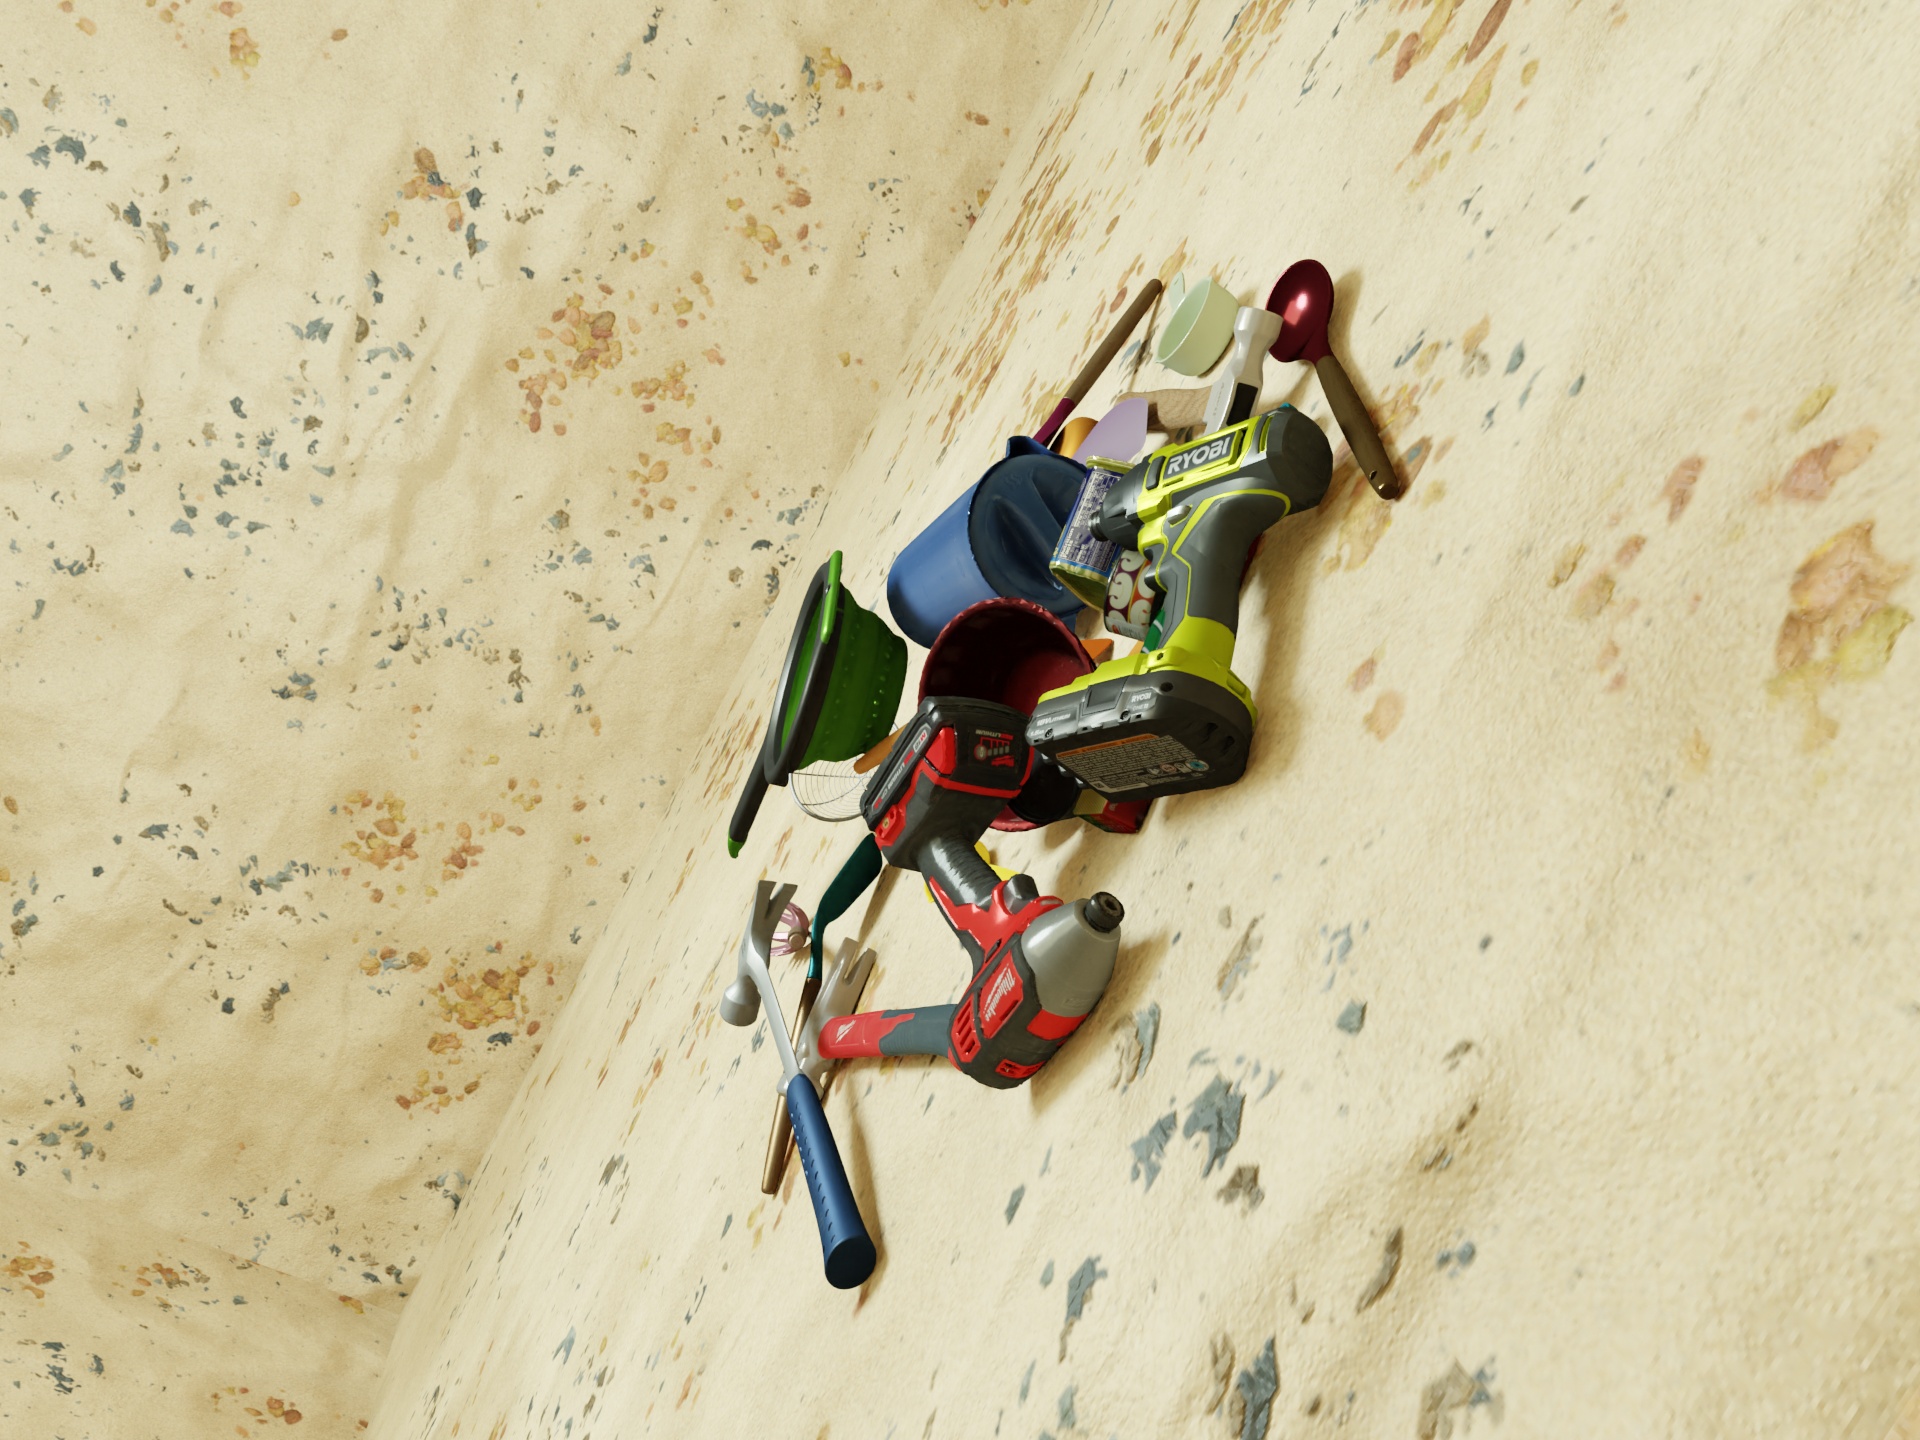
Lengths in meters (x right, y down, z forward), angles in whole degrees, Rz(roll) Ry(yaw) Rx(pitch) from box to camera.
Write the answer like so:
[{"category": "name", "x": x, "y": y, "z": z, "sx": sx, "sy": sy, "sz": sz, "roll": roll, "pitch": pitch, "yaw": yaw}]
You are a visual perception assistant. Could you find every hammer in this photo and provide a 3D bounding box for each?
[{"category": "hammer", "x": 0.165, "y": -0.236, "z": 1.218, "sx": 0.331, "sy": 0.031, "sz": 0.130, "roll": -128, "pitch": 54, "yaw": -78}, {"category": "hammer", "x": -0.046, "y": 0.216, "z": 1.173, "sx": 0.143, "sy": 0.038, "sz": 0.386, "roll": -67, "pitch": 15, "yaw": -20}, {"category": "hammer", "x": -0.124, "y": 0.266, "z": 1.200, "sx": 0.406, "sy": 0.035, "sz": 0.144, "roll": -126, "pitch": 49, "yaw": -62}]

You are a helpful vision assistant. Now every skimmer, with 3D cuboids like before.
[{"category": "skimmer", "x": -0.080, "y": 0.057, "z": 1.462, "sx": 0.127, "sy": 0.090, "sz": 0.363, "roll": -48, "pitch": 15, "yaw": -5}]

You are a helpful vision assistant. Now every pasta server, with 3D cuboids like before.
[{"category": "pasta server", "x": -0.161, "y": 0.201, "z": 1.497, "sx": 0.316, "sy": 0.040, "sz": 0.060, "roll": 137, "pitch": 143, "yaw": -82}]

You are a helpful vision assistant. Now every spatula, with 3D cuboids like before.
[{"category": "spatula", "x": 0.071, "y": -0.197, "z": 1.356, "sx": 0.316, "sy": 0.018, "sz": 0.060, "roll": -28, "pitch": 53, "yaw": 59}, {"category": "spatula", "x": -0.002, "y": -0.004, "z": 1.277, "sx": 0.081, "sy": 0.041, "sz": 0.322, "roll": -37, "pitch": 3, "yaw": -38}, {"category": "spatula", "x": -0.122, "y": 0.251, "z": 1.377, "sx": 0.082, "sy": 0.044, "sz": 0.318, "roll": 80, "pitch": -161, "yaw": -62}]

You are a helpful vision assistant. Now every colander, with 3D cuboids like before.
[{"category": "colander", "x": -0.132, "y": 0.018, "z": 1.482, "sx": 0.396, "sy": 0.094, "sz": 0.205, "roll": 119, "pitch": 161, "yaw": -46}]

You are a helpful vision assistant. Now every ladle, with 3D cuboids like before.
[{"category": "ladle", "x": 0.232, "y": -0.211, "z": 0.984, "sx": 0.316, "sy": 0.031, "sz": 0.069, "roll": -89, "pitch": 22, "yaw": -56}]

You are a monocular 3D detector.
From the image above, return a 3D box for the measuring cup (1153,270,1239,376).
[{"category": "measuring cup", "x": 0.195, "y": -0.336, "z": 1.313, "sx": 0.083, "sy": 0.038, "sz": 0.168, "roll": -55, "pitch": 14, "yaw": 28}]

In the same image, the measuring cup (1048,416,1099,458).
[{"category": "measuring cup", "x": 0.085, "y": -0.185, "z": 1.392, "sx": 0.173, "sy": 0.052, "sz": 0.095, "roll": -63, "pitch": 14, "yaw": -4}]

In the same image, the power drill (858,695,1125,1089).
[{"category": "power drill", "x": 0.023, "y": 0.094, "z": 0.959, "sx": 0.143, "sy": 0.078, "sz": 0.220, "roll": -55, "pitch": 41, "yaw": 32}]

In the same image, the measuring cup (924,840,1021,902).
[{"category": "measuring cup", "x": 0.022, "y": 0.117, "z": 1.158, "sx": 0.156, "sy": 0.029, "sz": 0.062, "roll": 8, "pitch": 73, "yaw": 62}]

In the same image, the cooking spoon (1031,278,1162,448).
[{"category": "cooking spoon", "x": 0.110, "y": -0.304, "z": 1.449, "sx": 0.319, "sy": 0.017, "sz": 0.068, "roll": -55, "pitch": -1, "yaw": -29}]

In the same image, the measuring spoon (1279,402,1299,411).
[{"category": "measuring spoon", "x": 0.205, "y": -0.181, "z": 1.057, "sx": 0.128, "sy": 0.021, "sz": 0.042, "roll": -157, "pitch": 87, "yaw": -85}]

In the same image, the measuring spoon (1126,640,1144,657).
[{"category": "measuring spoon", "x": 0.127, "y": -0.060, "z": 1.109, "sx": 0.117, "sy": 0.011, "sz": 0.021, "roll": -58, "pitch": 15, "yaw": 18}]

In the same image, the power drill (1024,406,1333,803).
[{"category": "power drill", "x": 0.122, "y": -0.069, "z": 0.944, "sx": 0.171, "sy": 0.080, "sz": 0.223, "roll": -14, "pitch": 49, "yaw": 48}]
